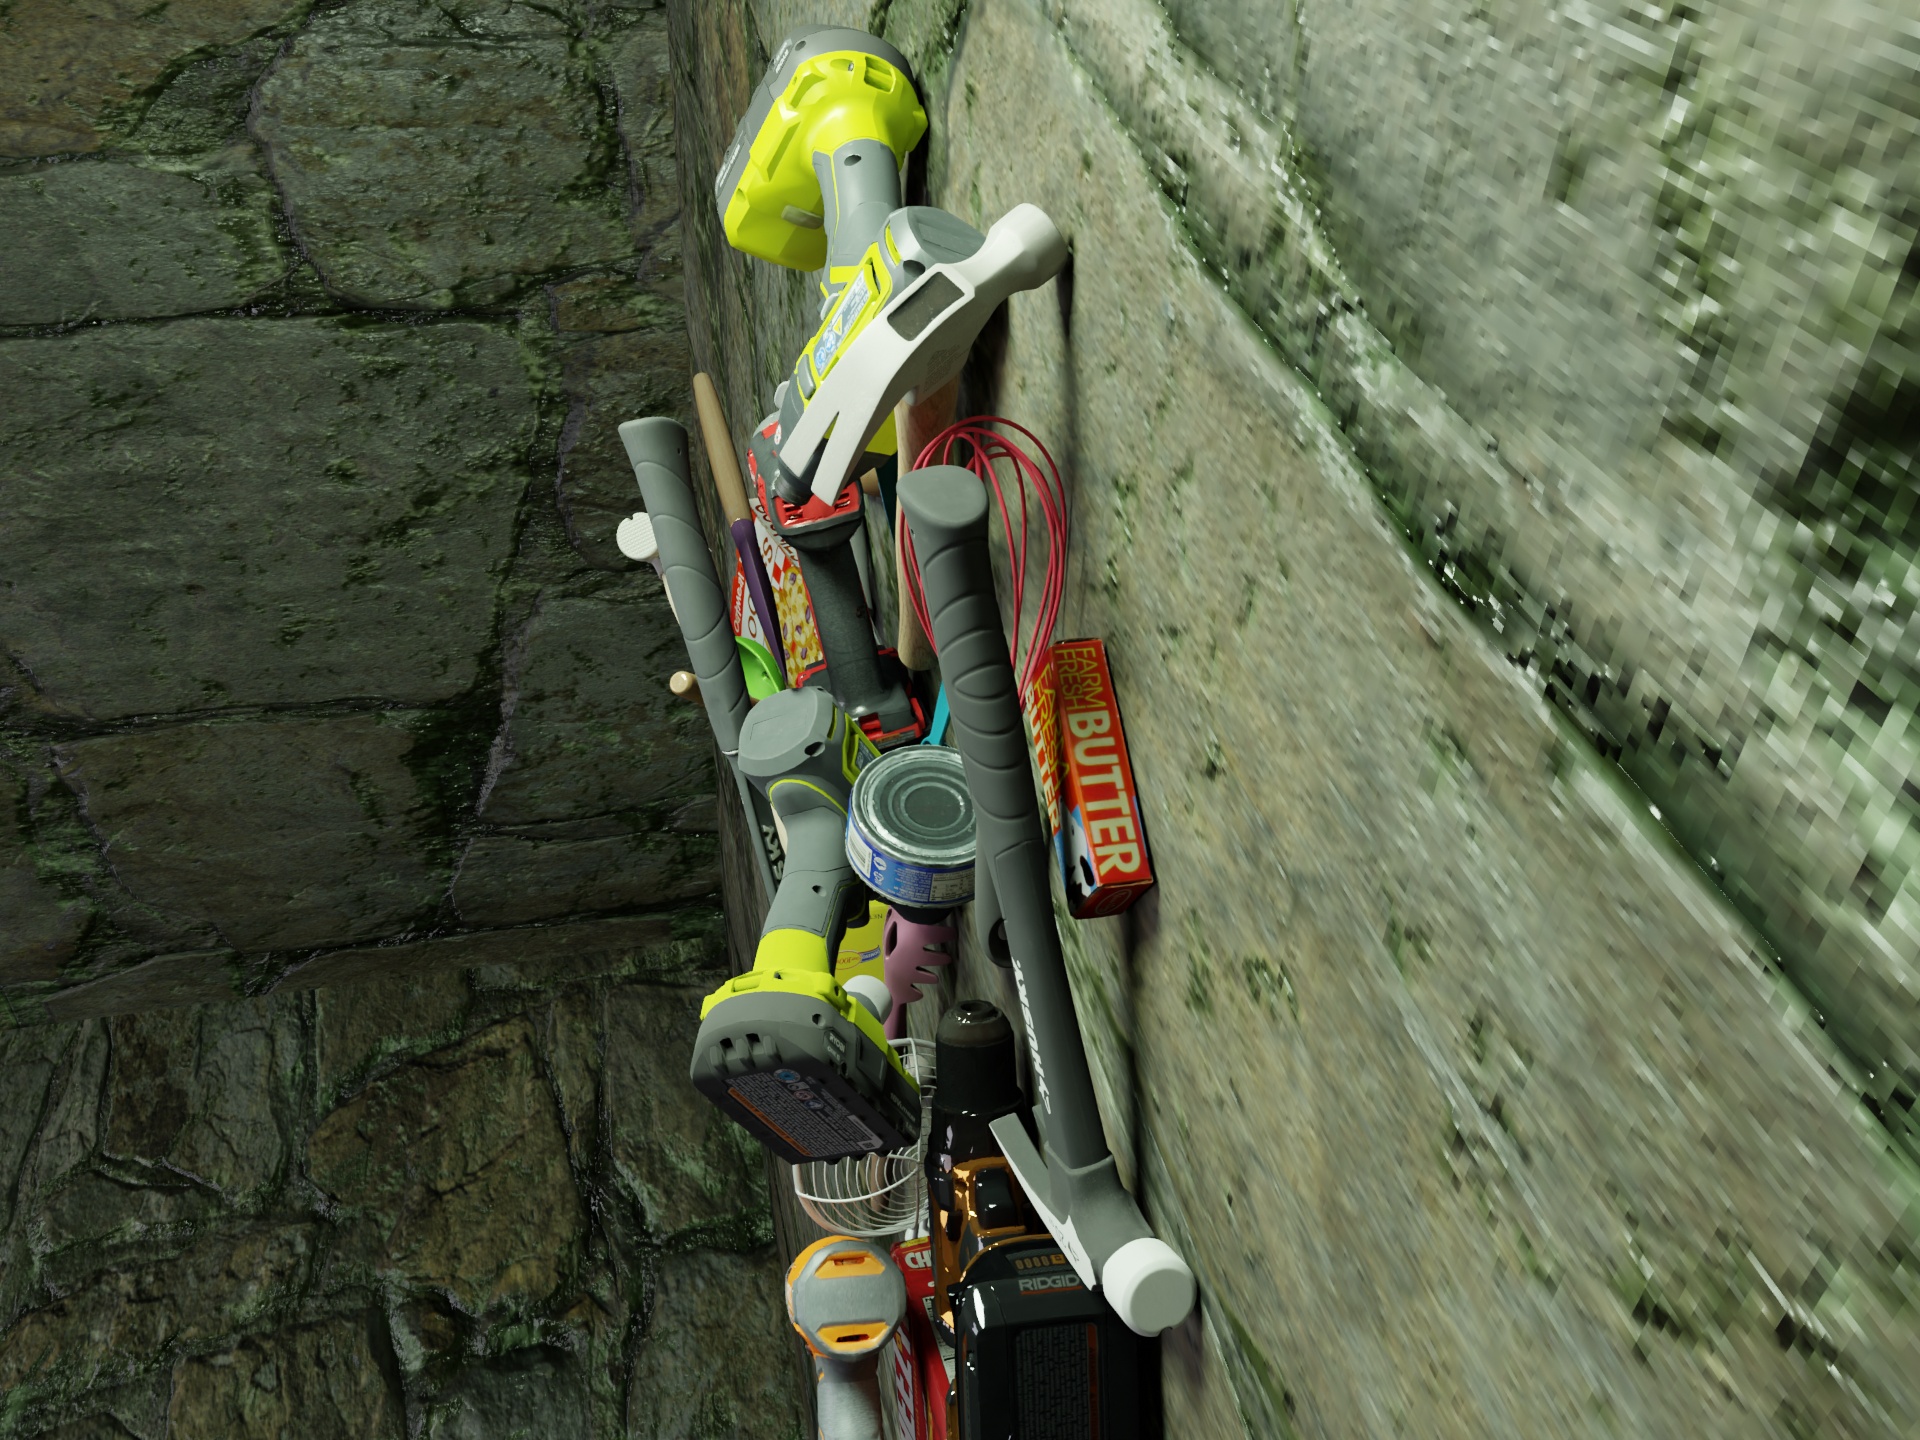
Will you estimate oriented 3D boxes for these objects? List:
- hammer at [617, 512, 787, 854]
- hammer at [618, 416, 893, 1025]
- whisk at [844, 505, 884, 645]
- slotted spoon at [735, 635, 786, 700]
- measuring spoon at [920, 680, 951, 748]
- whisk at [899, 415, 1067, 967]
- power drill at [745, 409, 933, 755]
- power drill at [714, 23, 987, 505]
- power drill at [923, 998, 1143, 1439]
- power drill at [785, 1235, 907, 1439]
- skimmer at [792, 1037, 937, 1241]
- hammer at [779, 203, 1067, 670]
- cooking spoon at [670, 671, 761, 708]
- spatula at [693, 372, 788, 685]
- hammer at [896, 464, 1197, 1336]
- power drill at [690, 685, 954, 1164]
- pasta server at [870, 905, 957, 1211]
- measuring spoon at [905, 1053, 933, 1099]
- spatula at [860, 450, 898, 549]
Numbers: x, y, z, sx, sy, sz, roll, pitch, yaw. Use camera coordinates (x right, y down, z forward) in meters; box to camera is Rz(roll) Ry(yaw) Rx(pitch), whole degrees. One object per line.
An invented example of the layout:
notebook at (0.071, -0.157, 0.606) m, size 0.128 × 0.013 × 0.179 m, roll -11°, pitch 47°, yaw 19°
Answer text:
hammer at (-0.166, 0.024, 1.313) m, size 0.411 × 0.038 × 0.146 m, roll 65°, pitch -173°, yaw 7°
hammer at (-0.126, 0.028, 0.911) m, size 0.149 × 0.036 × 0.408 m, roll -44°, pitch -56°, yaw -61°
whisk at (-0.076, -0.077, 1.132) m, size 0.055 × 0.055 × 0.239 m, roll 105°, pitch 160°, yaw -59°
slotted spoon at (-0.099, 0.039, 1.160) m, size 0.314 × 0.031 × 0.070 m, roll 52°, pitch 160°, yaw 37°
measuring spoon at (-0.001, -0.003, 0.904) m, size 0.042 × 0.021 × 0.128 m, roll -113°, pitch 29°, yaw -47°
whisk at (0.015, 0.000, 0.718) m, size 0.073 × 0.073 × 0.295 m, roll -113°, pitch 16°, yaw -54°
power drill at (-0.078, -0.079, 0.964) m, size 0.143 × 0.078 × 0.219 m, roll -117°, pitch 13°, yaw -61°
power drill at (-0.064, -0.233, 0.819) m, size 0.171 × 0.080 × 0.223 m, roll -49°, pitch 43°, yaw 40°
power drill at (0.023, 0.252, 0.765) m, size 0.226 × 0.084 × 0.185 m, roll -135°, pitch 42°, yaw -78°
power drill at (-0.063, 0.409, 0.899) m, size 0.164 × 0.084 × 0.227 m, roll 117°, pitch 150°, yaw -72°
skimmer at (-0.045, 0.312, 1.071) m, size 0.090 × 0.127 × 0.363 m, roll 45°, pitch 160°, yaw 18°
hammer at (-0.018, -0.099, 0.755) m, size 0.031 × 0.130 × 0.331 m, roll 45°, pitch 164°, yaw 14°
cooking spoon at (-0.112, 0.005, 1.058) m, size 0.069 × 0.017 × 0.318 m, roll 69°, pitch -167°, yaw 16°
spatula at (-0.136, -0.129, 0.971) m, size 0.316 × 0.018 × 0.059 m, roll -112°, pitch 9°, yaw -46°
hammer at (0.023, 0.065, 0.635) m, size 0.146 × 0.035 × 0.334 m, roll -152°, pitch 48°, yaw -70°
power drill at (-0.062, 0.119, 0.872) m, size 0.190 × 0.080 × 0.229 m, roll 54°, pitch -150°, yaw -41°
pasta server at (-0.040, 0.233, 1.091) m, size 0.060 × 0.040 × 0.316 m, roll -113°, pitch 23°, yaw -51°
measuring spoon at (-0.031, 0.264, 1.176) m, size 0.124 × 0.018 × 0.034 m, roll 107°, pitch 157°, yaw -77°
spatula at (-0.052, -0.146, 0.988) m, size 0.318 × 0.044 × 0.082 m, roll -142°, pitch 37°, yaw -75°
